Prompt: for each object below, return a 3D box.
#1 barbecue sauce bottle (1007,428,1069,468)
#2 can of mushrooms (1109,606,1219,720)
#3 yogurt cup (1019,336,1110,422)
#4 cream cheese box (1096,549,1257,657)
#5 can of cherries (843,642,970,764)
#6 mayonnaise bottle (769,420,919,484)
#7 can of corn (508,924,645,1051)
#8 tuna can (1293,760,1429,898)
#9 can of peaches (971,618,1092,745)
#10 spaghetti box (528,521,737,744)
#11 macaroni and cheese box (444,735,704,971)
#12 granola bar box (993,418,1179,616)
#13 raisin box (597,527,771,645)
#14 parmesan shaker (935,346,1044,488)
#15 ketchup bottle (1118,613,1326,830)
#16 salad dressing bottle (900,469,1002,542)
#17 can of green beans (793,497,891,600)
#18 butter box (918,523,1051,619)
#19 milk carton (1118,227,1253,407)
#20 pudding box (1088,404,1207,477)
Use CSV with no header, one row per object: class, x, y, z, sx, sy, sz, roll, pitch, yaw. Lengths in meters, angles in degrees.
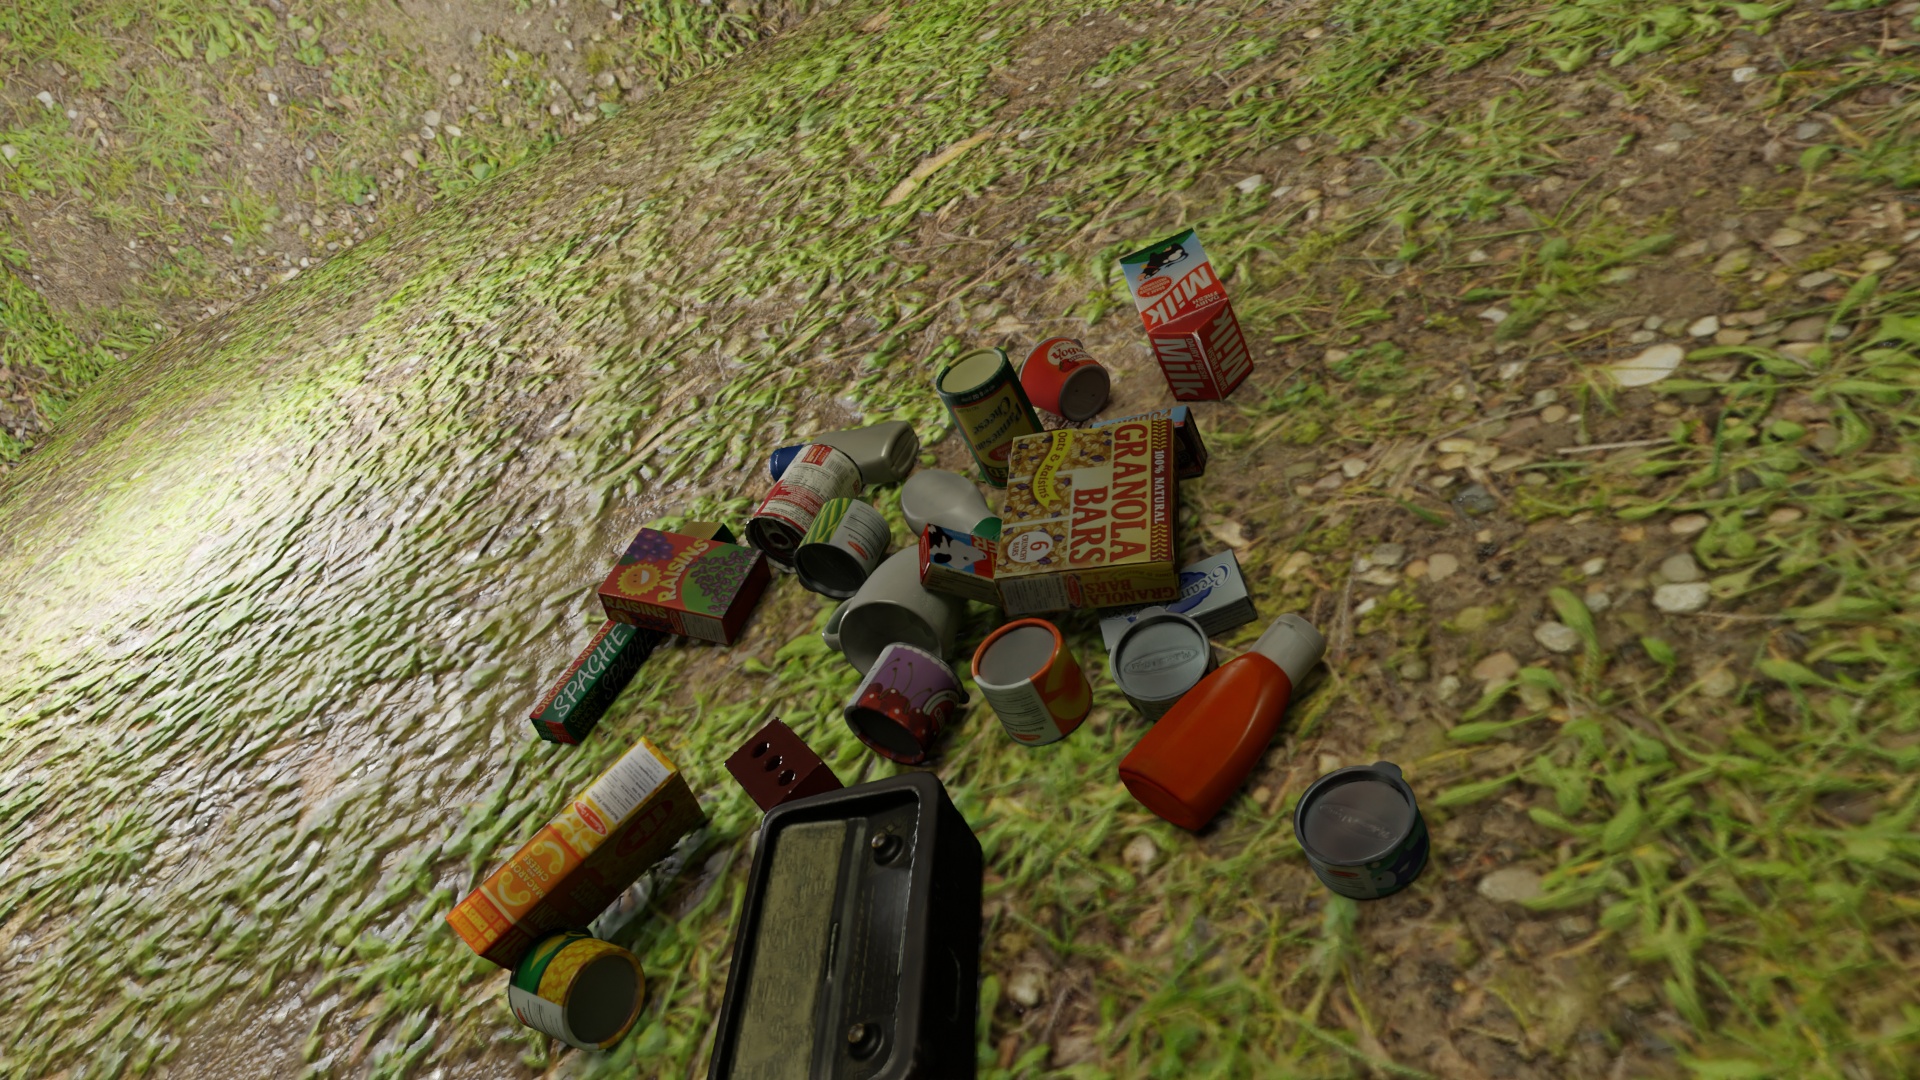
barbecue sauce bottle,0.079,-0.033,1.095,0.065,0.043,0.149,-19,35,4
can of mushrooms,0.133,0.080,0.902,0.071,0.033,0.071,-13,52,17
yogurt cup,0.093,-0.137,1.206,0.072,0.072,0.054,-38,42,-11
cream cheese box,0.148,0.048,0.955,0.104,0.024,0.053,-23,35,11
can of cherries,-0.037,0.115,0.970,0.071,0.071,0.059,2,45,39
mayonnaise bottle,-0.112,-0.077,1.302,0.148,0.041,0.065,-5,39,34
can of corn,-0.246,0.288,0.899,0.058,0.071,0.071,3,46,39
tuna can,0.218,0.156,0.752,0.071,0.032,0.071,-20,35,15
can of peaches,0.049,0.093,0.940,0.071,0.058,0.071,-20,35,15
spaghetti box,-0.289,0.077,1.242,0.050,0.028,0.251,2,45,37
macaroni and cheese box,-0.256,0.220,0.949,0.040,0.123,0.167,41,70,16
granola bar box,0.095,-0.021,1.004,0.124,0.039,0.166,-6,39,13
raisin box,-0.240,0.039,1.212,0.123,0.039,0.086,10,48,17
parmesan shaker,0.027,-0.102,1.172,0.071,0.102,0.072,-20,35,15
ketchup bottle,0.165,0.106,0.848,0.149,0.043,0.065,-44,37,-20
salad dressing bottle,0.004,-0.014,1.129,0.064,0.043,0.148,-37,35,-13
can of green beans,-0.098,0.007,1.157,0.071,0.071,0.058,-7,39,31
butter box,0.020,0.023,1.027,0.053,0.103,0.024,-96,26,-54
milk carton,0.195,-0.187,1.185,0.073,0.072,0.191,-22,34,11
pudding box,0.146,-0.072,1.091,0.083,0.049,0.030,-9,37,27
